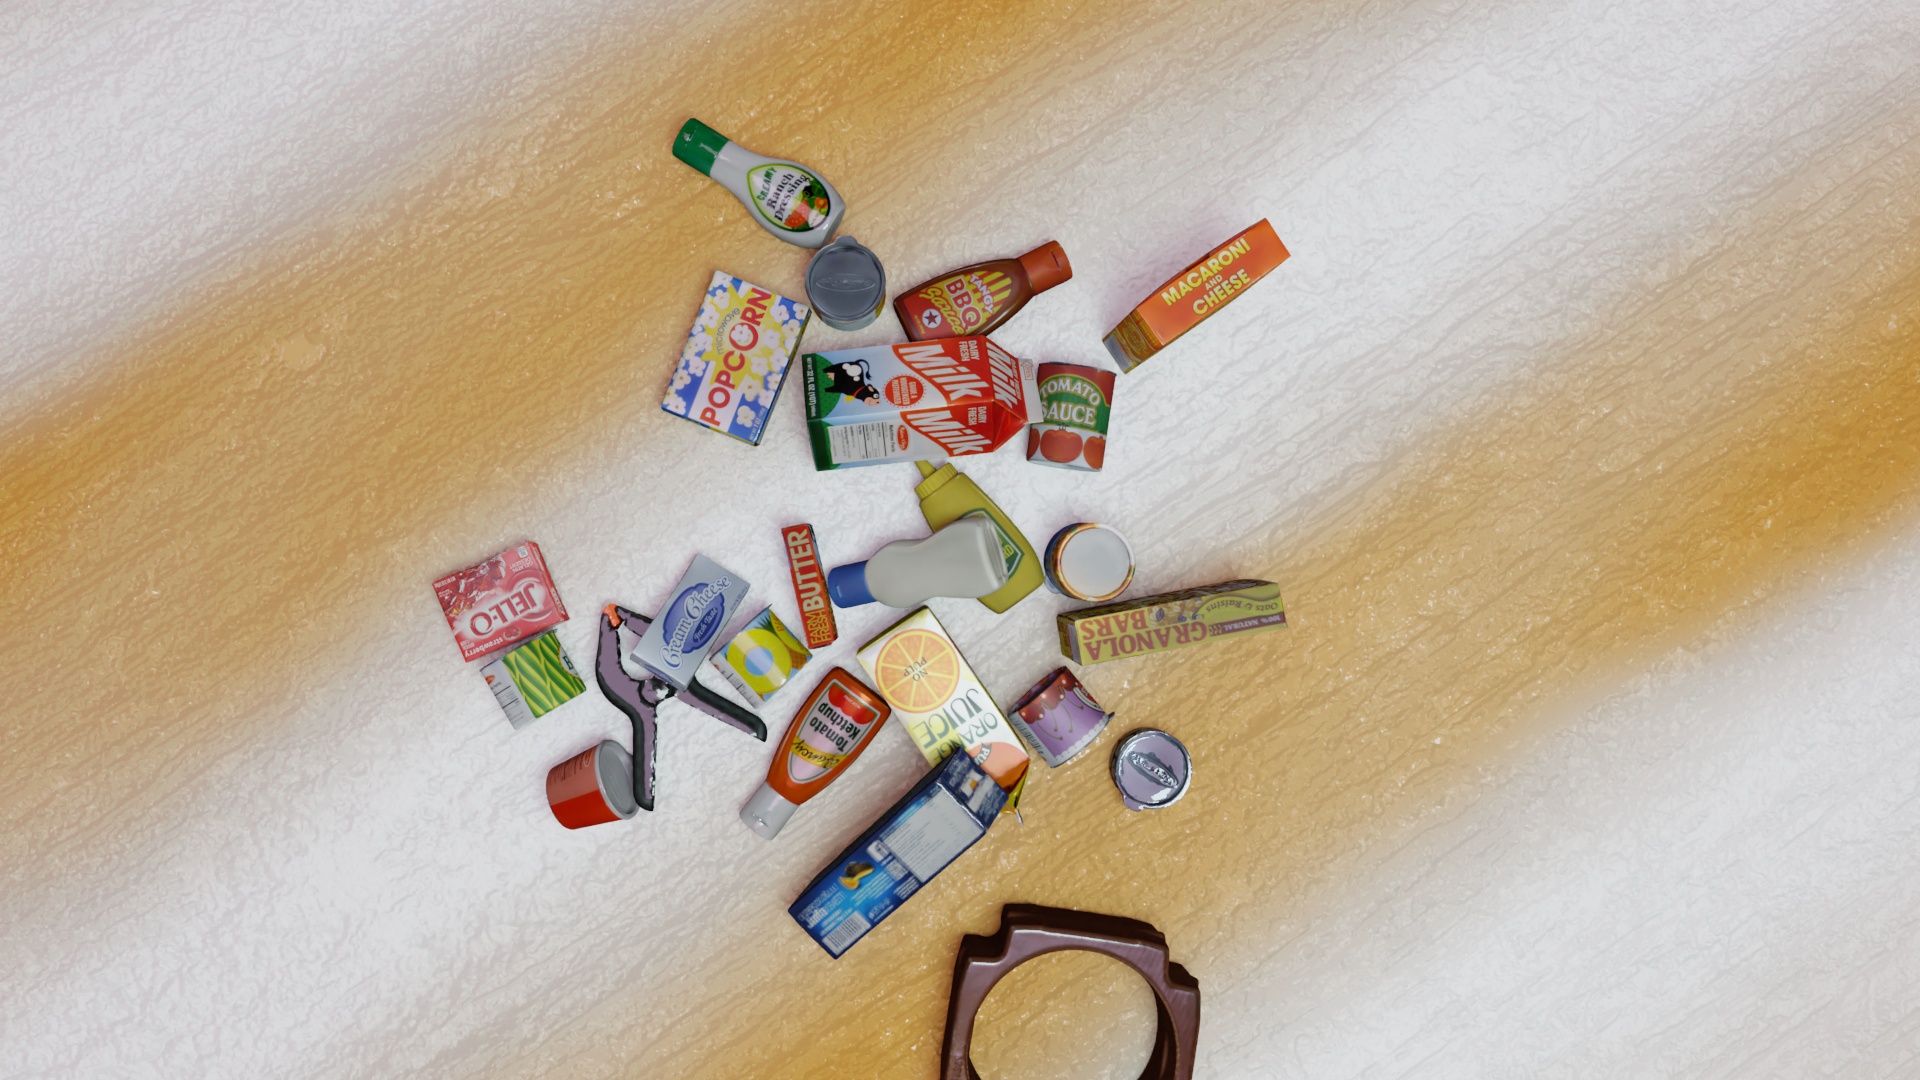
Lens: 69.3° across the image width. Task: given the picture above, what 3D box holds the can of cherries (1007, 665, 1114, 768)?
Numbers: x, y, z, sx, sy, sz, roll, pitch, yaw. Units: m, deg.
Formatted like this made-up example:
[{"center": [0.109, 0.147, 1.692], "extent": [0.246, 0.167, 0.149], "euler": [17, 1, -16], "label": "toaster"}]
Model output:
[{"center": [0.084, 0.145, 1.161], "extent": [0.071, 0.071, 0.058], "euler": [-40, 90, -3], "label": "can of cherries"}]

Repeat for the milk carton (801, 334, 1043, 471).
[{"center": [-0.030, -0.115, 1.143], "extent": [0.191, 0.073, 0.072], "euler": [-6, 57, -3], "label": "milk carton"}]

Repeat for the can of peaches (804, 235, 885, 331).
[{"center": [-0.095, -0.213, 1.161], "extent": [0.071, 0.058, 0.071], "euler": [0, 89, -2], "label": "can of peaches"}]

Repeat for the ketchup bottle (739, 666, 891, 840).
[{"center": [-0.125, 0.180, 1.160], "extent": [0.065, 0.043, 0.149], "euler": [38, 88, 0], "label": "ketchup bottle"}]

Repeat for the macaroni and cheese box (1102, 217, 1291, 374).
[{"center": [0.185, -0.194, 1.121], "extent": [0.124, 0.166, 0.040], "euler": [-35, 91, -3], "label": "macaroni and cheese box"}]

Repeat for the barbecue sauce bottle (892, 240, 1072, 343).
[{"center": [0.021, -0.207, 1.174], "extent": [0.149, 0.043, 0.065], "euler": [-26, 90, -4], "label": "barbecue sauce bottle"}]

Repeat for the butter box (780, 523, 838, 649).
[{"center": [-0.125, 0.037, 1.157], "extent": [0.024, 0.053, 0.103], "euler": [-13, 90, -1], "label": "butter box"}]

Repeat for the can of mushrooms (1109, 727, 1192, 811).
[{"center": [0.160, 0.195, 1.180], "extent": [0.071, 0.033, 0.071], "euler": [0, 89, -4], "label": "can of mushrooms"}]

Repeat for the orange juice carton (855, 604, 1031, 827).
[{"center": [-0.003, 0.151, 1.153], "extent": [0.073, 0.072, 0.192], "euler": [-34, 91, -2], "label": "orange juice carton"}]

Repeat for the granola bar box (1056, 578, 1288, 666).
[{"center": [0.168, 0.065, 1.137], "extent": [0.166, 0.124, 0.039], "euler": [-10, 90, -3], "label": "granola bar box"}]

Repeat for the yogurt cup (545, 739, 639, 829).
[{"center": [-0.302, 0.203, 1.139], "extent": [0.054, 0.072, 0.072], "euler": [-20, 91, 9], "label": "yogurt cup"}]

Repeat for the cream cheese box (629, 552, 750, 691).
[{"center": [-0.223, 0.067, 1.147], "extent": [0.053, 0.024, 0.104], "euler": [32, 65, -5], "label": "cream cheese box"}]

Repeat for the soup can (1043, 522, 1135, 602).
[{"center": [0.105, 0.020, 1.155], "extent": [0.071, 0.084, 0.071], "euler": [0, 90, -3], "label": "soup can"}]

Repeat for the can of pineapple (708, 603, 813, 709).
[{"center": [-0.163, 0.096, 1.148], "extent": [0.071, 0.071, 0.058], "euler": [-43, 92, -3], "label": "can of pineapple"}]

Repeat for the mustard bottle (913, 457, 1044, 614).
[{"center": [0.004, -0.015, 1.167], "extent": [0.065, 0.049, 0.160], "euler": [-38, 91, 0], "label": "mustard bottle"}]

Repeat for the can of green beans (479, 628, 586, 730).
[{"center": [-0.349, 0.114, 1.137], "extent": [0.071, 0.071, 0.058], "euler": [-30, 92, -3], "label": "can of green beans"}]

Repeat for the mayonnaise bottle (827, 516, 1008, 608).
[{"center": [-0.038, 0.025, 1.140], "extent": [0.148, 0.041, 0.064], "euler": [-13, 98, 24], "label": "mayonnaise bottle"}]

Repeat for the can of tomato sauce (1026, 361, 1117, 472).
[{"center": [0.092, -0.103, 1.163], "extent": [0.071, 0.071, 0.083], "euler": [8, 89, -3], "label": "can of tomato sauce"}]

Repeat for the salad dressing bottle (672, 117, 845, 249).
[{"center": [-0.170, -0.301, 1.165], "extent": [0.148, 0.044, 0.064], "euler": [30, 89, -2], "label": "salad dressing bottle"}]

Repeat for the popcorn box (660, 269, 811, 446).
[{"center": [-0.187, -0.152, 1.164], "extent": [0.085, 0.038, 0.126], "euler": [22, 88, -2], "label": "popcorn box"}]
